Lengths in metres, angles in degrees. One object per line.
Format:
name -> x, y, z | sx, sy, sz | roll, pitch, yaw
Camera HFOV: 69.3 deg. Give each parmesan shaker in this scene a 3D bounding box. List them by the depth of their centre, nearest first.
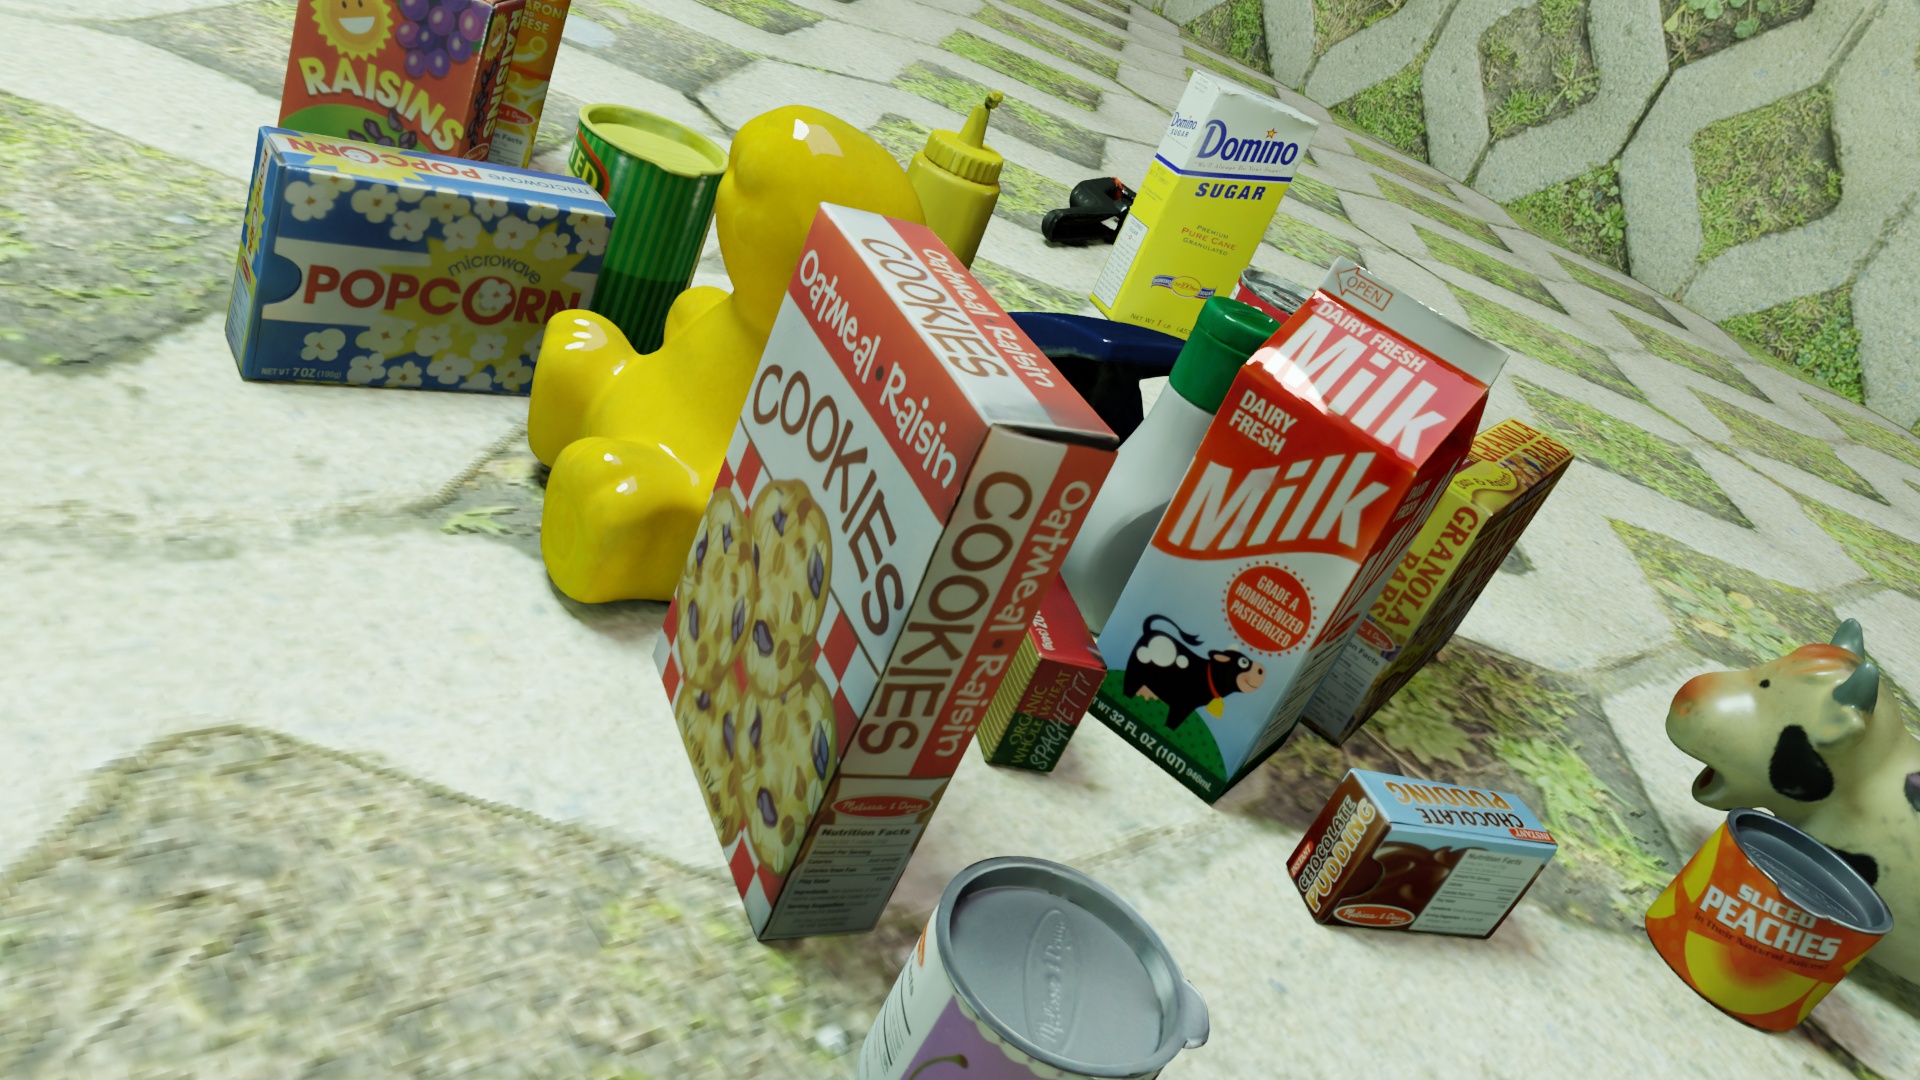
parmesan shaker -> -0.147, -0.129, 0.611 | 0.071, 0.102, 0.071 | 20, 27, -10

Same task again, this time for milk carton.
milk carton -> 0.122, -0.004, 0.516 | 0.072, 0.189, 0.074 | 37, 29, 23

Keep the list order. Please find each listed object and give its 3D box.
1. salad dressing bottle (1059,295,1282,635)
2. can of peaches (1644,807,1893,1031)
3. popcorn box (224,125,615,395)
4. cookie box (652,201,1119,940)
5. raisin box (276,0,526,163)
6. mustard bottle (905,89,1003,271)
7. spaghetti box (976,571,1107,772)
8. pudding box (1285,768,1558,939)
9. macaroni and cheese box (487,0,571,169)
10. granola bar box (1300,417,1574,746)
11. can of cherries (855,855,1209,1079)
salad dressing bottle -> 0.087, -0.029, 0.578 | 0.064, 0.147, 0.044 | 4, 33, -37
can of peaches -> 0.316, 0.150, 0.548 | 0.071, 0.057, 0.071 | 20, 27, -10
popcorn box -> -0.206, -0.103, 0.535 | 0.127, 0.084, 0.038 | -1, 37, -42
cookie box -> -0.031, 0.007, 0.391 | 0.040, 0.166, 0.123 | 7, 32, -32
raisin box -> -0.258, -0.205, 0.633 | 0.086, 0.122, 0.040 | 24, 26, -3
mustard bottle -> -0.015, -0.157, 0.710 | 0.049, 0.159, 0.065 | 26, 26, 1
spaghetti box -> 0.002, -0.007, 0.576 | 0.029, 0.050, 0.251 | 13, 29, -23
pudding box -> 0.165, 0.113, 0.497 | 0.084, 0.049, 0.030 | 12, 29, -25
macaroni and cheese box -> -0.228, -0.258, 0.705 | 0.040, 0.165, 0.124 | 12, 29, -25
granola bar box -> 0.215, 0.013, 0.637 | 0.039, 0.123, 0.166 | 37, 29, 22
can of cherries -> 0.016, 0.124, 0.342 | 0.071, 0.058, 0.072 | 20, 27, -10
